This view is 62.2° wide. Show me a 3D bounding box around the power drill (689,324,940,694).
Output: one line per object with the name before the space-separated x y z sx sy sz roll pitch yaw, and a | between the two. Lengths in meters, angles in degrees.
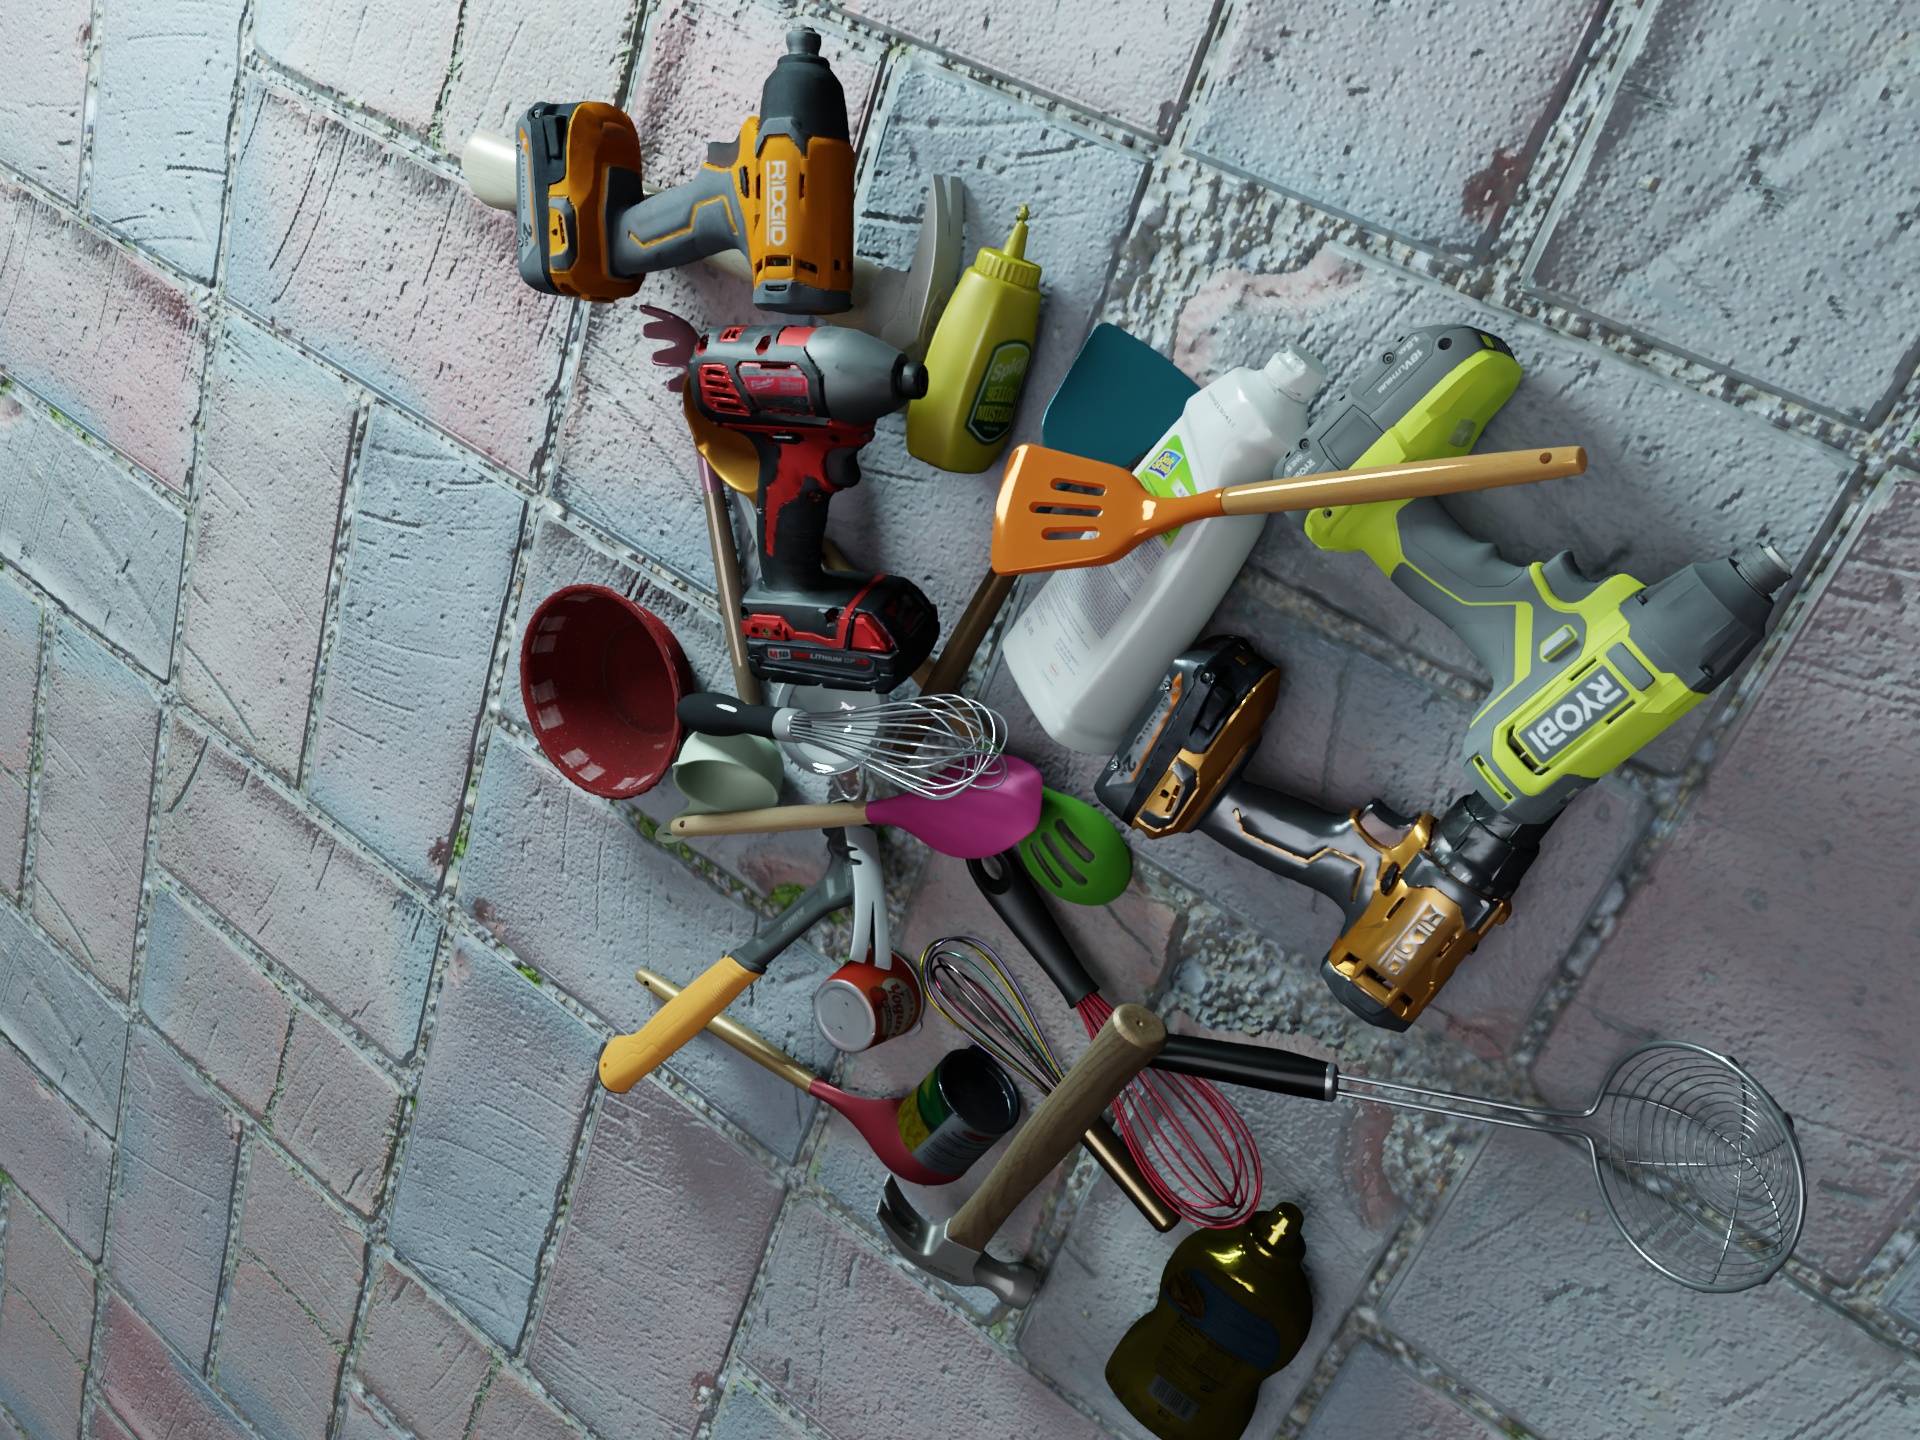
power drill | -0.079 -0.132 0.969 0.143 0.079 0.219 6 122 21

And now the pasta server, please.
pasta server | -0.176 -0.132 1.115 0.040 0.060 0.316 -11 103 -10

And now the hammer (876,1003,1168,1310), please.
hammer | 0.043 0.279 1.017 0.130 0.031 0.331 24 132 -5

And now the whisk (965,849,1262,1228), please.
whisk | 0.092 0.194 1.023 0.073 0.073 0.296 -47 71 32

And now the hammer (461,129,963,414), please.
hammer | -0.180 -0.339 1.063 0.411 0.038 0.146 26 114 25

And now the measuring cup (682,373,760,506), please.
measuring cup | -0.117 -0.164 1.058 0.095 0.052 0.173 -9 114 60

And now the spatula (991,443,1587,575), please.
spatula | 0.153 -0.117 0.811 0.323 0.041 0.081 -1 73 42

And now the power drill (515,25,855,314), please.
power drill | -0.166 -0.338 0.990 0.226 0.084 0.164 8 103 26

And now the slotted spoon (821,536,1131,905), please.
slotted spoon | -0.002 -0.003 1.047 0.314 0.031 0.070 51 121 13

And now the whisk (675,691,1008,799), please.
whisk | -0.085 0.008 1.028 0.285 0.070 0.070 7 107 39

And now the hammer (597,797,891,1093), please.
hammer | -0.167 0.195 1.161 0.337 0.034 0.127 -41 45 33

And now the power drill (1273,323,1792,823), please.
power drill | 0.277 -0.084 0.792 0.171 0.080 0.223 -47 66 30

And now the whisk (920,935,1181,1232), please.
whisk | 0.057 0.245 1.066 0.245 0.047 0.051 49 121 8

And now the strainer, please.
strainer | -0.108 -0.068 1.089 0.087 0.050 0.258 -23 84 17

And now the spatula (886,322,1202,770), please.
spatula | 0.033 -0.091 0.987 0.082 0.044 0.317 40 120 17

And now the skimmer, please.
skimmer | 0.261 0.218 0.879 0.363 0.090 0.127 6 96 23

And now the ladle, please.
ladle | -0.129 0.261 1.199 0.316 0.031 0.069 25 114 27

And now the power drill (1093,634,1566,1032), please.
power drill | 0.211 0.042 0.895 0.226 0.084 0.185 38 117 14

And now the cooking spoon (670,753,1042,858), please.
cooking spoon | -0.080 0.064 1.074 0.319 0.017 0.069 -7 70 36

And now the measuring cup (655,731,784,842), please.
measuring cup | -0.186 0.050 1.168 0.083 0.038 0.167 26 147 -21
